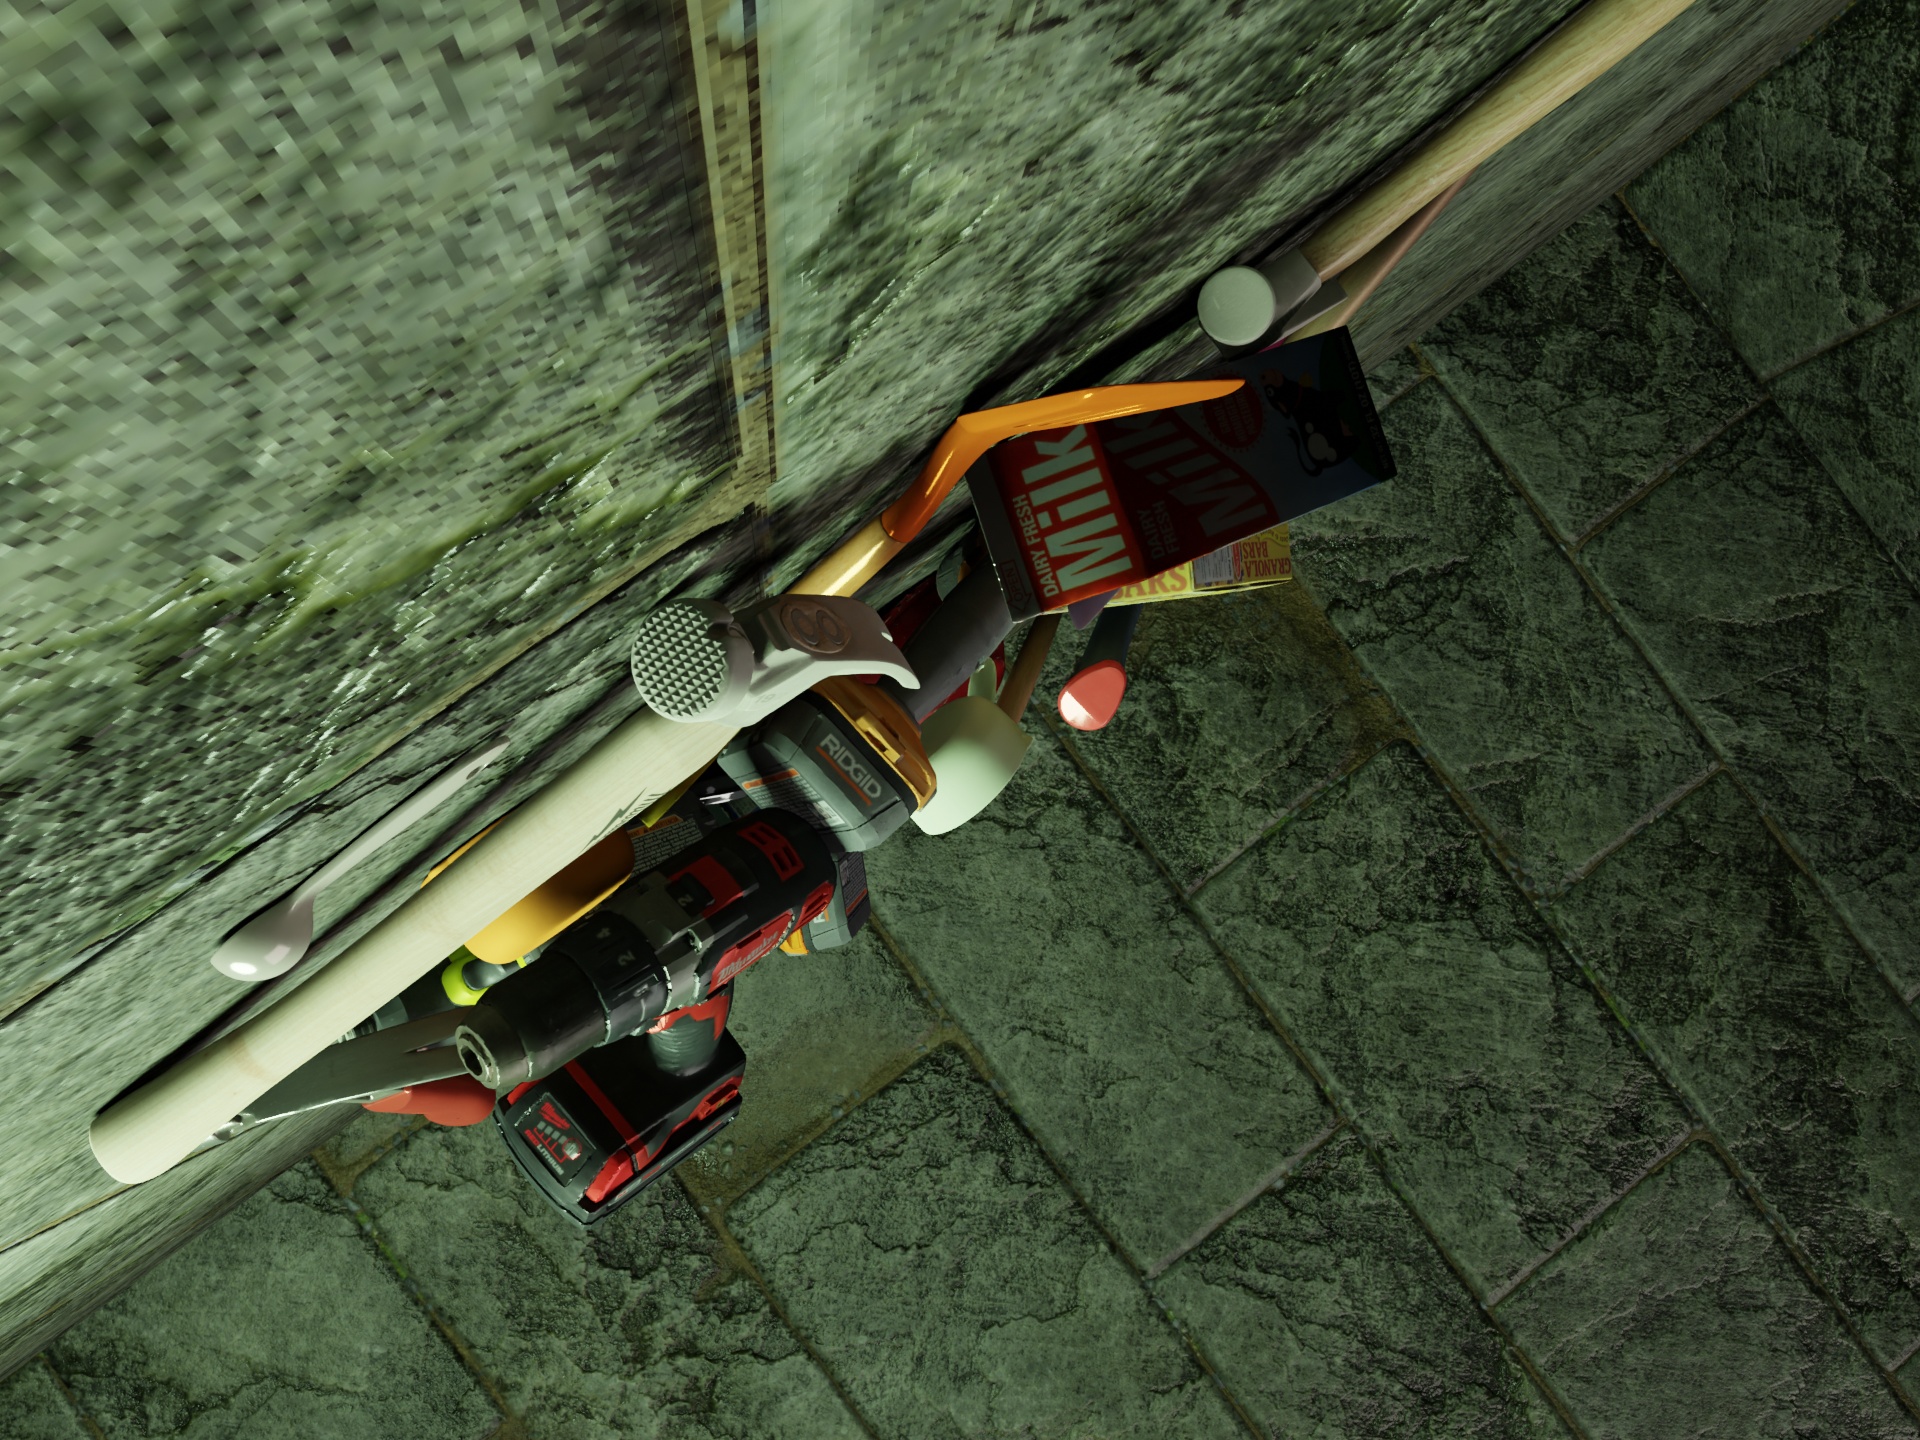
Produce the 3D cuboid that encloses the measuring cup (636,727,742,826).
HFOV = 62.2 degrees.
[{"bbox_3d":[-0.103,-0.017,0.737,0.156,0.029,0.062,-49,-173,5],"label":"measuring cup"}]

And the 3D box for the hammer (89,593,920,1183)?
[{"bbox_3d":[-0.197,0.077,0.621,0.410,0.038,0.146,-35,168,23],"label":"hammer"}]

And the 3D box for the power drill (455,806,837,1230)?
[{"bbox_3d":[-0.160,0.151,0.750,0.188,0.080,0.226,-31,158,-41],"label":"power drill"}]

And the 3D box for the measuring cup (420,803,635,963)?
[{"bbox_3d":[-0.159,0.048,0.691,0.173,0.052,0.095,-35,-179,30],"label":"measuring cup"}]

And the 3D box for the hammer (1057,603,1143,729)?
[{"bbox_3d":[0.119,-0.103,1.172,0.143,0.038,0.386,-37,-164,34],"label":"hammer"}]

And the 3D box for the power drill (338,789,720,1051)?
[{"bbox_3d":[-0.239,0.126,0.897,0.171,0.080,0.223,-20,170,-47],"label":"power drill"}]

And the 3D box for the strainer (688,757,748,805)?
[{"bbox_3d":[-0.181,0.057,0.953,0.258,0.050,0.086,-30,162,34],"label":"strainer"}]

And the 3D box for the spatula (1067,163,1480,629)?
[{"bbox_3d":[0.155,-0.170,0.788,0.316,0.018,0.060,-49,-159,18],"label":"spatula"}]

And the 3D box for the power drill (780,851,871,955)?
[{"bbox_3d":[-0.184,0.126,1.139,0.226,0.084,0.164,-8,-177,5],"label":"power drill"}]

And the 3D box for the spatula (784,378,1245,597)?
[{"bbox_3d":[-0.035,-0.053,0.601,0.081,0.041,0.322,-15,165,-46],"label":"spatula"}]

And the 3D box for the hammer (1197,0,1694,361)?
[{"bbox_3d":[0.238,-0.262,0.655,0.331,0.031,0.130,-37,179,15],"label":"hammer"}]

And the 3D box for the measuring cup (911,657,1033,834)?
[{"bbox_3d":[-0.001,-0.003,0.884,0.083,0.038,0.168,-36,-157,23],"label":"measuring cup"}]

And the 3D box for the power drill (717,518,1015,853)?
[{"bbox_3d":[-0.018,-0.035,0.812,0.226,0.084,0.185,-46,-169,-20],"label":"power drill"}]

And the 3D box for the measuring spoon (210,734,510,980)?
[{"bbox_3d":[-0.189,0.047,0.513,0.124,0.018,0.034,-37,179,8],"label":"measuring spoon"}]

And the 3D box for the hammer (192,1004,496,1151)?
[{"bbox_3d":[-0.308,0.208,0.906,0.149,0.037,0.359,-15,167,-8],"label":"hammer"}]

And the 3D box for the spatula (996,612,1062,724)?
[{"bbox_3d":[0.062,-0.050,1.059,0.082,0.044,0.318,-34,-157,45],"label":"spatula"}]

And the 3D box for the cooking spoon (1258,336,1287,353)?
[{"bbox_3d":[0.196,-0.201,1.068,0.069,0.017,0.318,-40,167,-6],"label":"cooking spoon"}]
